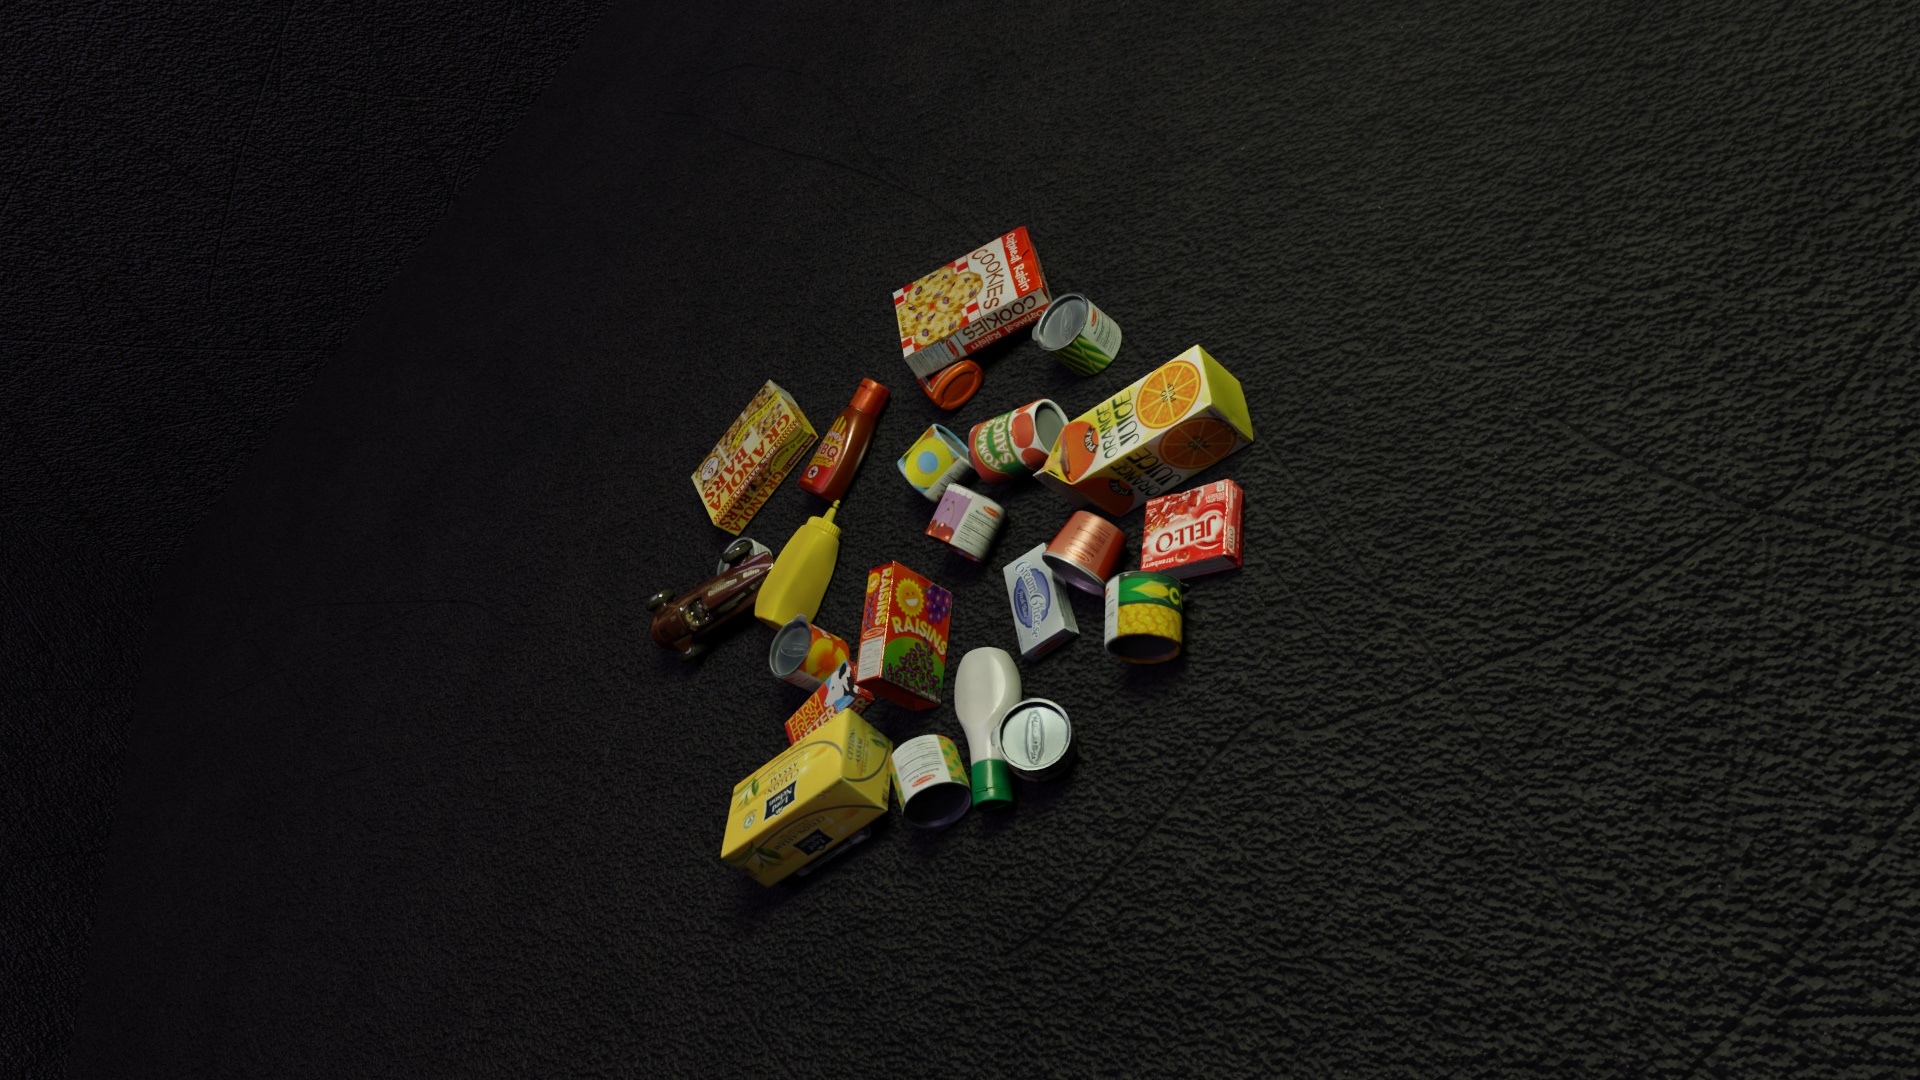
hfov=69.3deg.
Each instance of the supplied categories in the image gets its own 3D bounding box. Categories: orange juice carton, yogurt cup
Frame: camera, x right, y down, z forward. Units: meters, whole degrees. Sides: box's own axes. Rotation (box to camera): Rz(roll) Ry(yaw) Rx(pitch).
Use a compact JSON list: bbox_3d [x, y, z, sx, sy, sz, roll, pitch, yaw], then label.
[{"bbox_3d":[0.162,-0.087,1.261,0.192,0.071,0.073,-31,46,29],"label":"orange juice carton"},{"bbox_3d":[0.115,0.010,1.255,0.072,0.072,0.054,17,71,50],"label":"yogurt cup"}]

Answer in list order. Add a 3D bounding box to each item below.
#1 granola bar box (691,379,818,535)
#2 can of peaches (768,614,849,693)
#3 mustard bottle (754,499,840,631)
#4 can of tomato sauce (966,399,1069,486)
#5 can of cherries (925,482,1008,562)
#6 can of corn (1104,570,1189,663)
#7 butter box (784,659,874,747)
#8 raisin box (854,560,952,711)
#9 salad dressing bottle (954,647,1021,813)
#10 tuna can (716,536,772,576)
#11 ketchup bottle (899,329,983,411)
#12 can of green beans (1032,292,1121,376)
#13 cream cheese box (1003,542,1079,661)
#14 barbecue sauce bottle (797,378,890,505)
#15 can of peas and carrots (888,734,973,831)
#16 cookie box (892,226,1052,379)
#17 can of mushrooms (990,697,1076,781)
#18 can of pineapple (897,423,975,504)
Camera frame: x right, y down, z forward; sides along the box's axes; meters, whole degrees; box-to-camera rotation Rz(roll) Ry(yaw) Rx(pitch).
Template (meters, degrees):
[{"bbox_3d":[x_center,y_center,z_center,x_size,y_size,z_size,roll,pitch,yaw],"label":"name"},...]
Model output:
[{"bbox_3d":[-0.259,-0.104,1.737,0.165,0.039,0.124,-49,39,10],"label":"granola bar box"},{"bbox_3d":[-0.159,0.122,1.472,0.071,0.058,0.071,-26,48,34],"label":"can of peaches"},{"bbox_3d":[-0.170,0.026,1.546,0.049,0.065,0.161,8,66,43],"label":"mustard bottle"},{"bbox_3d":[0.059,-0.097,1.376,0.083,0.071,0.071,-19,53,37],"label":"can of tomato sauce"},{"bbox_3d":[0.005,-0.017,1.385,0.071,0.071,0.058,20,82,50],"label":"can of cherries"},{"bbox_3d":[0.157,0.066,1.172,0.071,0.071,0.058,-19,54,38],"label":"can of corn"},{"bbox_3d":[-0.136,0.178,1.438,0.103,0.024,0.053,-46,40,14],"label":"butter box"},{"bbox_3d":[-0.054,0.094,1.358,0.040,0.086,0.124,-21,52,39],"label":"raisin box"},{"bbox_3d":[0.026,0.171,1.257,0.064,0.044,0.148,-21,53,28],"label":"salad dressing bottle"},{"bbox_3d":[-0.257,0.034,1.651,0.071,0.033,0.071,-26,49,34],"label":"tuna can"},{"bbox_3d":[-0.027,-0.205,1.558,0.064,0.043,0.149,-43,41,9],"label":"ketchup bottle"},{"bbox_3d":[0.119,-0.206,1.393,0.071,0.058,0.071,-25,50,34],"label":"can of green beans"},{"bbox_3d":[0.074,0.057,1.296,0.053,0.024,0.104,-34,45,25],"label":"cream cheese box"},{"bbox_3d":[-0.131,-0.115,1.608,0.065,0.043,0.148,22,82,51],"label":"barbecue sauce bottle"},{"bbox_3d":[-0.027,0.221,1.265,0.070,0.071,0.059,-43,41,19],"label":"can of peas and carrots"},{"bbox_3d":[0.012,-0.261,1.515,0.167,0.040,0.123,-25,43,13],"label":"cookie box"},{"bbox_3d":[0.064,0.173,1.203,0.071,0.033,0.071,-7,59,12],"label":"can of mushrooms"},{"bbox_3d":[-0.025,-0.081,1.455,0.057,0.071,0.071,-46,41,14],"label":"can of pineapple"}]
